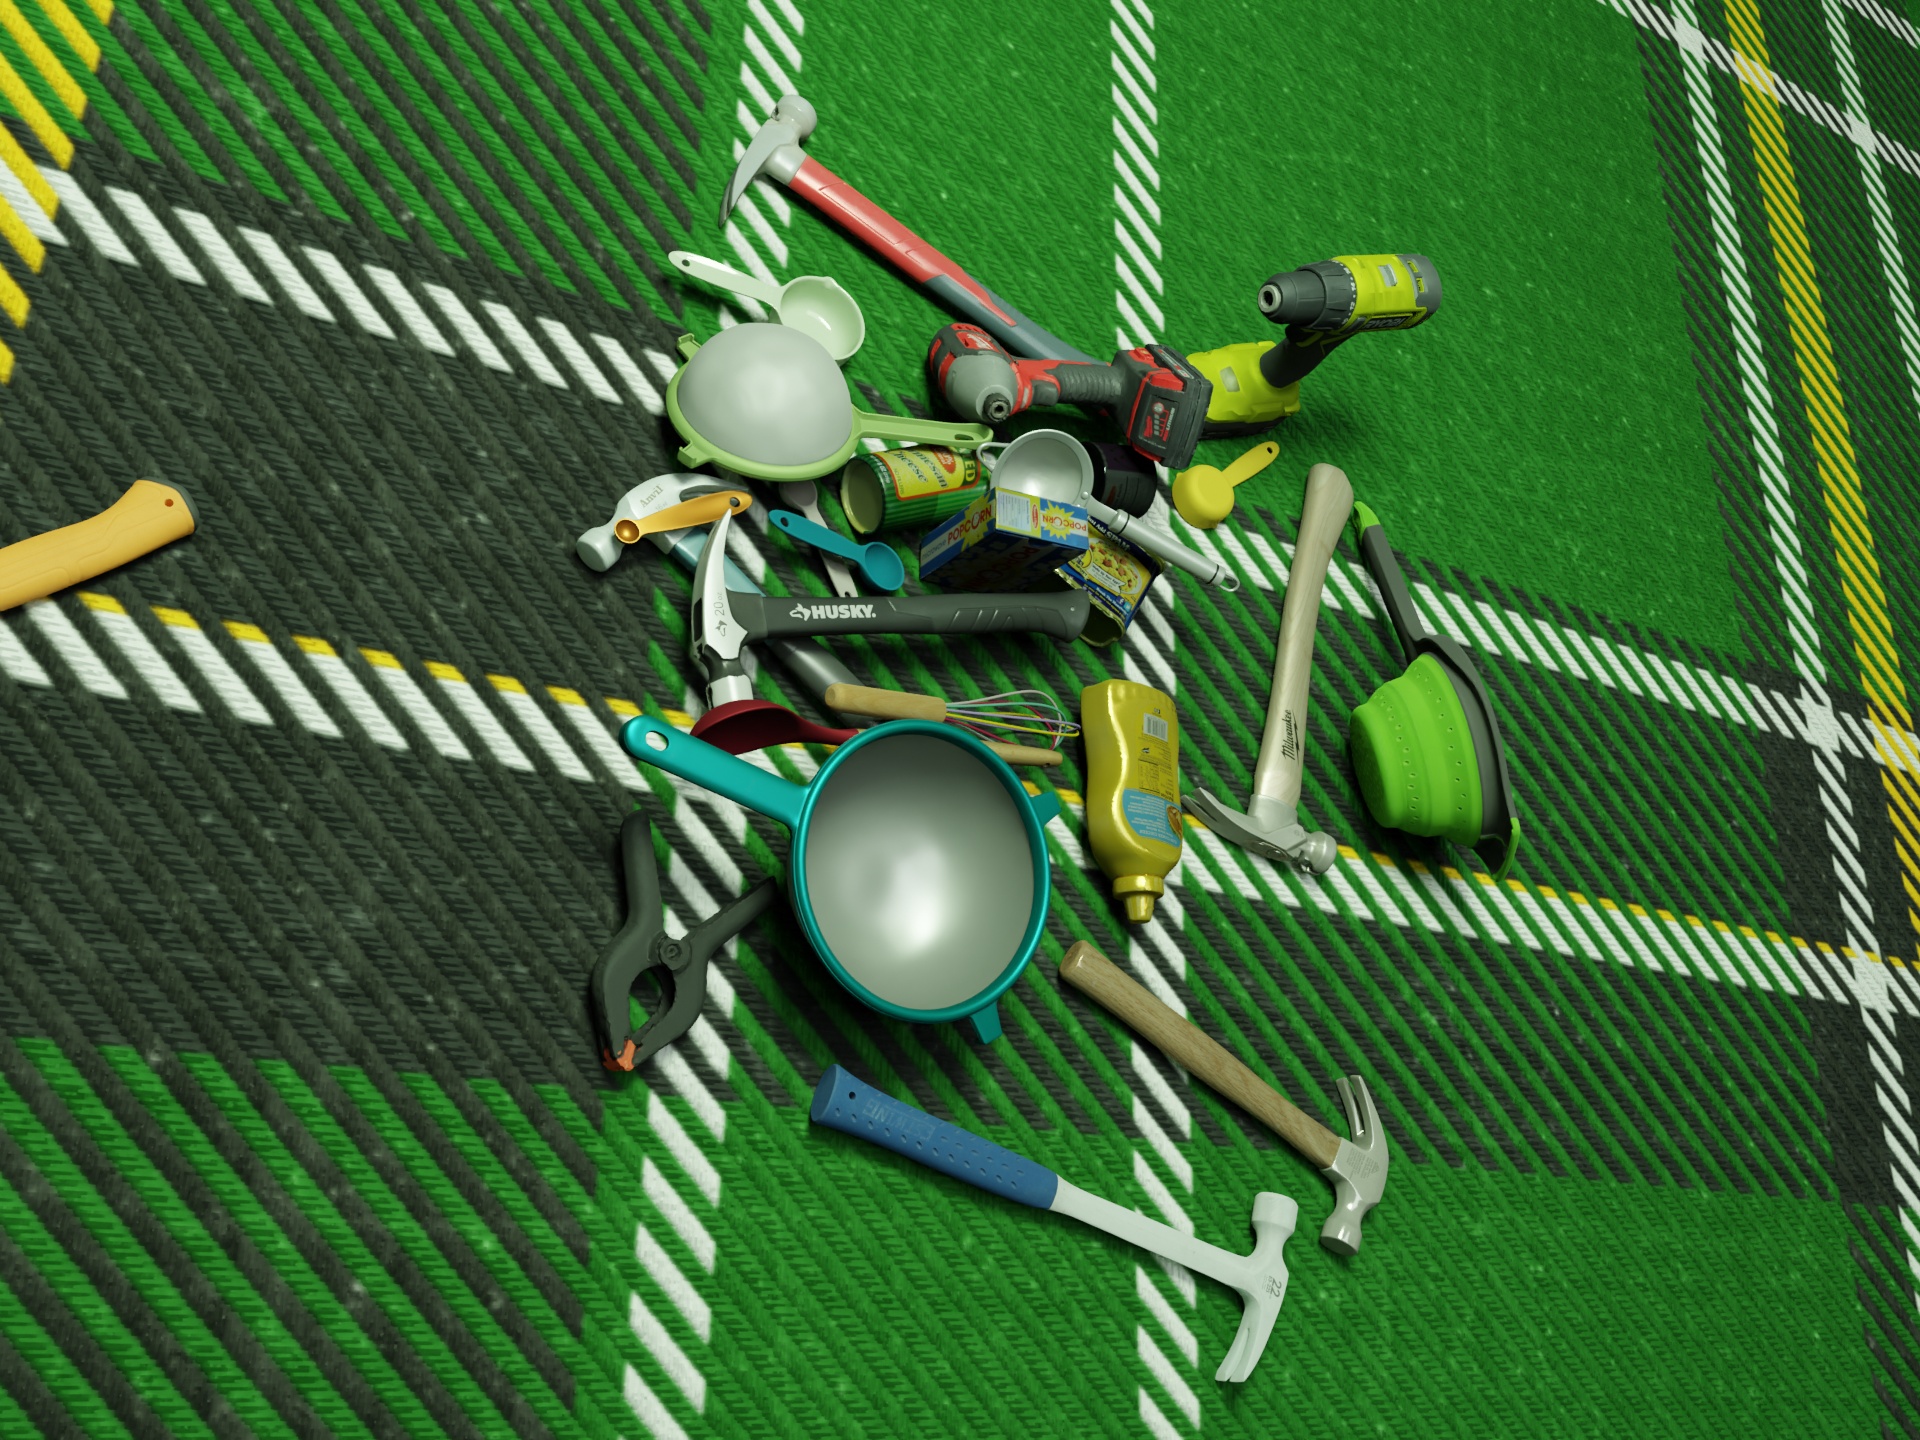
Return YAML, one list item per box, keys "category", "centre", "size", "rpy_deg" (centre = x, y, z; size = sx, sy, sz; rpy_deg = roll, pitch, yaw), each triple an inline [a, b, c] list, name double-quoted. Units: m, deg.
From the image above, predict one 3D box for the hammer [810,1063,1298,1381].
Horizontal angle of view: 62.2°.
- category: "hammer"
  centre: [0.074, 0.351, 1.152]
  size: [0.405, 0.035, 0.144]
  rpy_deg: [28, 60, -18]

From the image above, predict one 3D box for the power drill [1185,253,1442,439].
- category: "power drill"
  centre: [0.291, -0.339, 1.424]
  size: [0.190, 0.228, 0.080]
  rpy_deg: [-13, 79, -33]

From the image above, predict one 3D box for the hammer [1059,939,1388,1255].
- category: "hammer"
  centre: [0.213, 0.280, 1.263]
  size: [0.331, 0.031, 0.130]
  rpy_deg: [38, 58, -12]

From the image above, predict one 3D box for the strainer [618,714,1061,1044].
- category: "strainer"
  centre: [-0.096, 0.083, 1.108]
  size: [0.340, 0.095, 0.211]
  rpy_deg: [27, 65, -25]

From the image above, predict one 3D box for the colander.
- category: "colander"
  centre: [0.389, -0.035, 1.448]
  size: [0.094, 0.204, 0.398]
  rpy_deg: [-13, 57, 1]

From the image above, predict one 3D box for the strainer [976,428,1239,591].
- category: "strainer"
  centre: [0.122, -0.166, 1.304]
  size: [0.258, 0.087, 0.050]
  rpy_deg: [27, 17, -16]

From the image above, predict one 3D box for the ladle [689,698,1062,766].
- category: "ladle"
  centre: [-0.054, 0.016, 1.163]
  size: [0.315, 0.069, 0.031]
  rpy_deg: [6, 56, -33]

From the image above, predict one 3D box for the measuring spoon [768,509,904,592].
- category: "measuring spoon"
  centre: [-0.100, -0.132, 1.234]
  size: [0.128, 0.021, 0.042]
  rpy_deg: [22, 54, -34]

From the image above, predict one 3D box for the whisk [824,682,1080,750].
- category: "whisk"
  centre: [-0.003, -0.004, 1.217]
  size: [0.244, 0.051, 0.047]
  rpy_deg: [8, 41, -40]

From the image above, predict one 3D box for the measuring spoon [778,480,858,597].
- category: "measuring spoon"
  centre: [-0.112, -0.139, 1.248]
  size: [0.034, 0.018, 0.124]
  rpy_deg: [-27, 93, -50]

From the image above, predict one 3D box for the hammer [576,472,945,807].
- category: "hammer"
  centre: [-0.125, -0.054, 1.194]
  size: [0.331, 0.033, 0.128]
  rpy_deg: [45, 57, -9]

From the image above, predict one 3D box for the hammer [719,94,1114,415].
- category: "hammer"
  centre: [-0.022, -0.373, 1.373]
  size: [0.386, 0.038, 0.143]
  rpy_deg: [33, 60, -16]

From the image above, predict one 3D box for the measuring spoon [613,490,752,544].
- category: "measuring spoon"
  centre: [-0.202, -0.148, 1.160]
  size: [0.117, 0.011, 0.021]
  rpy_deg: [-22, 82, -36]

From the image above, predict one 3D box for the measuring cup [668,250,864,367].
- category: "measuring cup"
  centre: [-0.159, -0.332, 1.278]
  size: [0.167, 0.038, 0.083]
  rpy_deg: [18, 63, -21]

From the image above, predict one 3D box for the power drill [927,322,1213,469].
- category: "power drill"
  centre: [0.089, -0.274, 1.329]
  size: [0.219, 0.078, 0.143]
  rpy_deg: [4, 29, -18]

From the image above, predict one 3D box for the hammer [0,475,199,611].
- category: "hammer"
  centre: [-0.601, -0.055, 0.917]
  size: [0.337, 0.034, 0.127]
  rpy_deg: [-34, 89, -35]

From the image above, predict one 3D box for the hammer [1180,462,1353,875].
- category: "hammer"
  centre: [0.297, -0.070, 1.444]
  size: [0.146, 0.038, 0.411]
  rpy_deg: [25, 60, -18]

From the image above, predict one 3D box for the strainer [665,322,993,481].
- category: "strainer"
  centre: [-0.093, -0.249, 1.215]
  size: [0.256, 0.069, 0.152]
  rpy_deg: [4, 48, -15]

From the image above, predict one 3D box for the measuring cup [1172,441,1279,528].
- category: "measuring cup"
  centre: [0.258, -0.231, 1.485]
  size: [0.156, 0.029, 0.062]
  rpy_deg: [-36, 92, -33]

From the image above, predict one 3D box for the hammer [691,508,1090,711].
- category: "hammer"
  centre: [-0.044, -0.085, 1.209]
  size: [0.334, 0.035, 0.146]
  rpy_deg: [-4, 76, -30]
